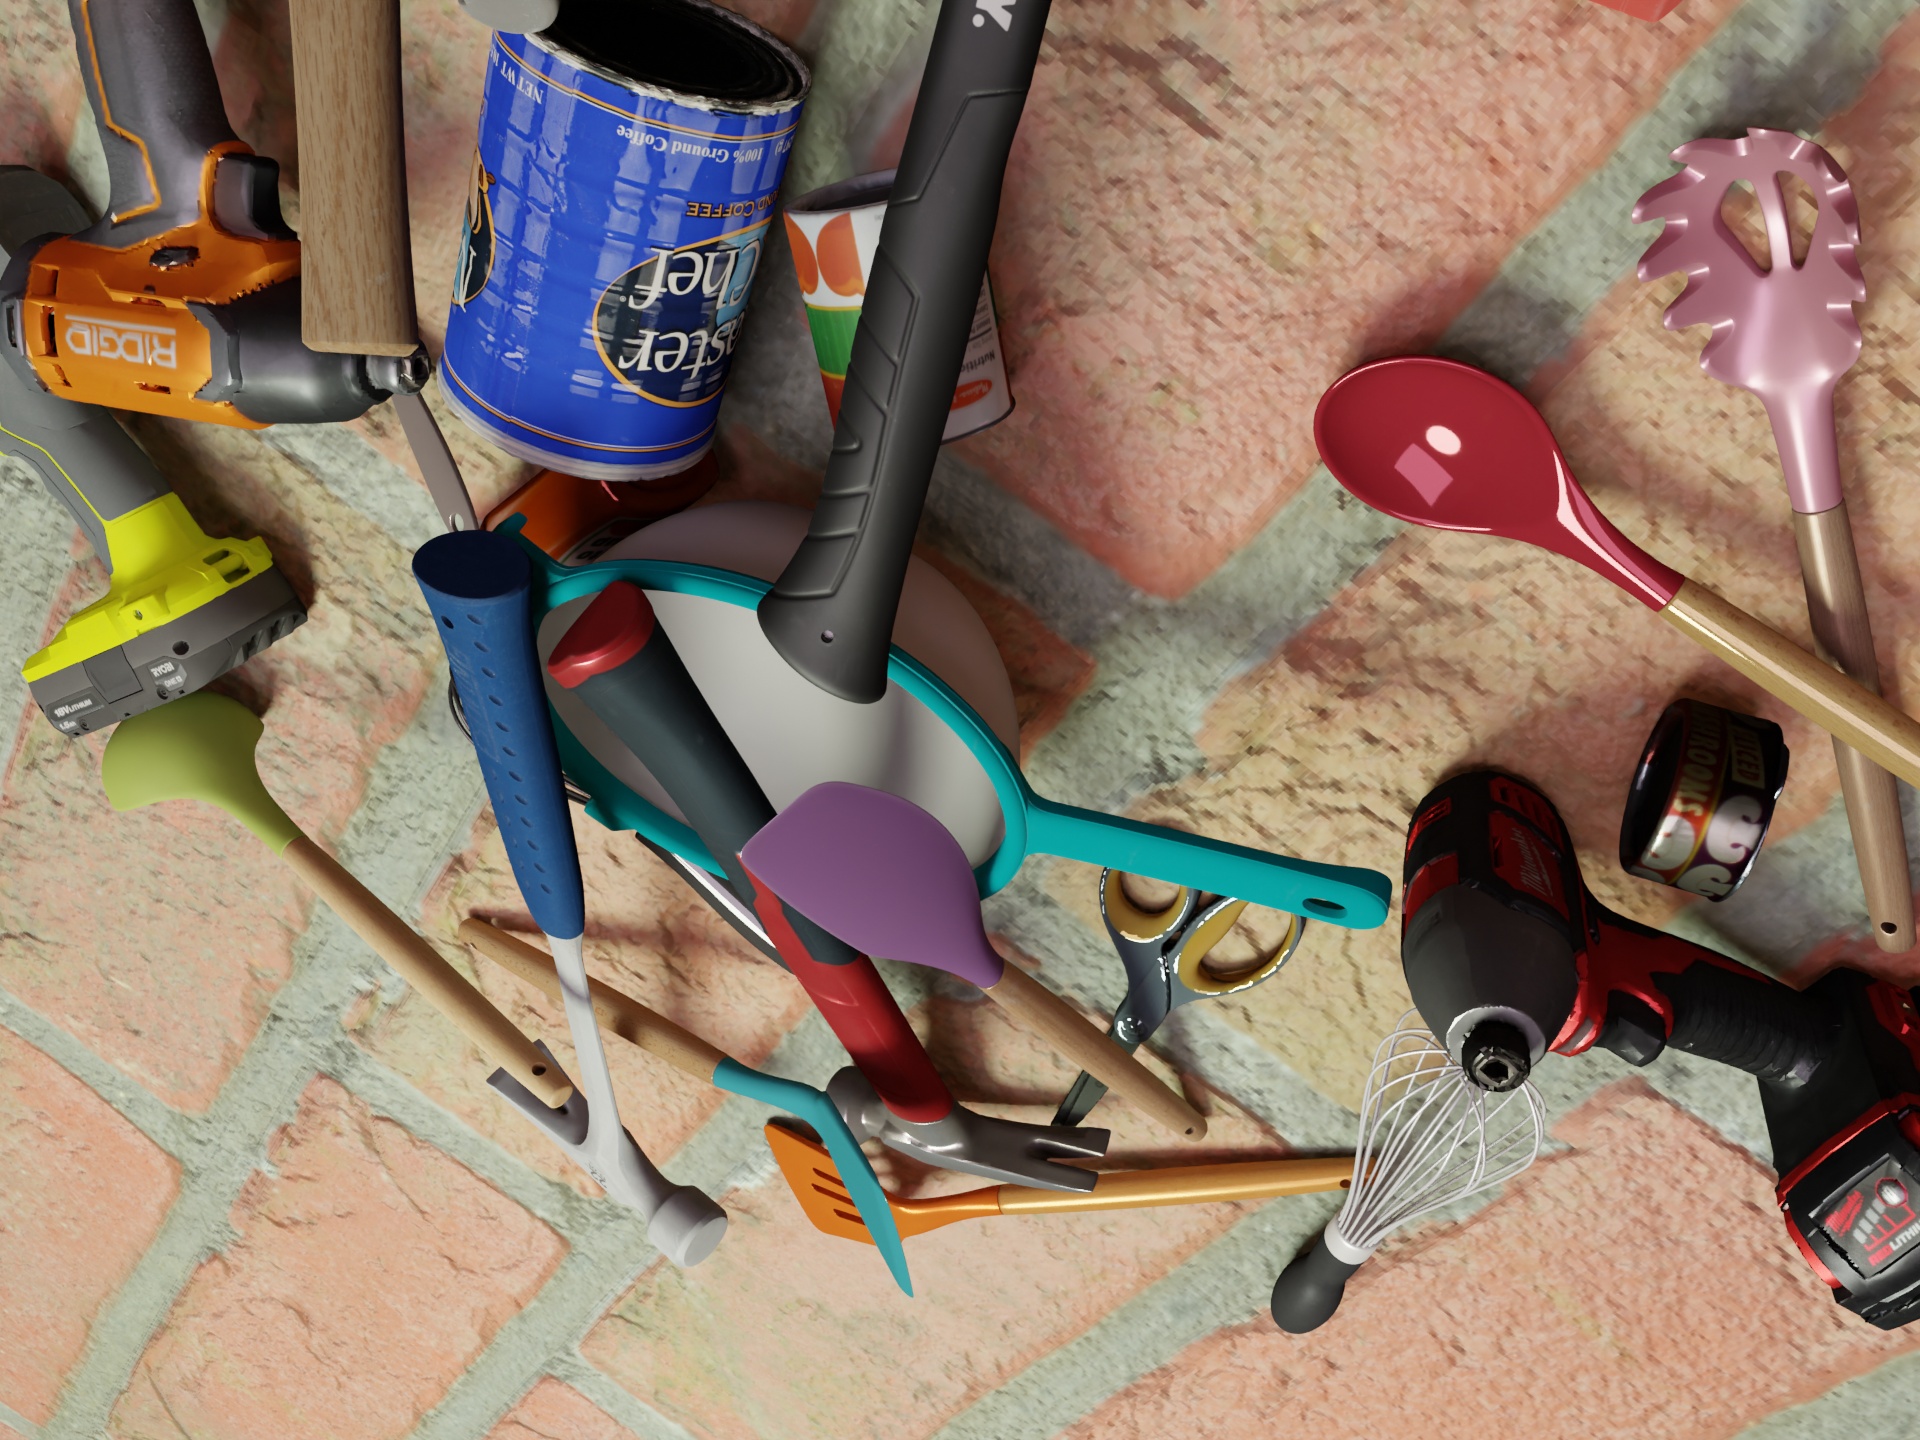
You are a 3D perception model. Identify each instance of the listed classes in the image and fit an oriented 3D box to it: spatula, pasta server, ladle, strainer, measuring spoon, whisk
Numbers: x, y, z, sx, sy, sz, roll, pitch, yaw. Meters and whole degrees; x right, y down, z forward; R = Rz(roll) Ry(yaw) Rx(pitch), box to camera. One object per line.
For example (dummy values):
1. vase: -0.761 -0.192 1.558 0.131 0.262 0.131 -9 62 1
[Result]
1. spatula: 0.046 0.230 0.795 0.322 0.041 0.081 -11 117 22
2. spatula: -0.139 0.162 0.752 0.318 0.044 0.082 20 138 31
3. pasta server: 0.283 -0.044 0.521 0.060 0.040 0.316 1 125 44
4. ladle: -0.288 0.081 0.735 0.320 0.078 0.062 35 144 23
5. strainer: -0.001 -0.002 0.611 0.340 0.095 0.210 14 146 11
6. ladle: 0.256 -0.027 0.523 0.315 0.031 0.069 35 144 6
7. measuring spoon: -0.226 -0.121 0.645 0.034 0.018 0.124 -33 81 39
8. whisk: -0.140 0.046 0.733 0.238 0.055 0.055 43 126 -14
9. whisk: 0.180 0.210 0.686 0.070 0.070 0.284 19 140 8
10. spatula: 0.027 0.111 0.647 0.060 0.018 0.315 -40 132 7

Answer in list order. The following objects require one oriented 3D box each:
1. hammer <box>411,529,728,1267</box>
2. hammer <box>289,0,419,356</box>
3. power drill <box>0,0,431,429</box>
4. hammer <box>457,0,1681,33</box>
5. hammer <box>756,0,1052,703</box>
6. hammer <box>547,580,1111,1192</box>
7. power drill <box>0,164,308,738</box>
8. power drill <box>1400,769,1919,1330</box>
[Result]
1. hammer: -0.172 0.088 0.668 0.144 0.035 0.405 32 142 26
2. hammer: -0.188 -0.278 0.470 0.130 0.031 0.331 3 103 0
3. power drill: -0.261 -0.217 0.560 0.164 0.084 0.226 11 109 14
4. hammer: 0.038 -0.254 0.456 0.359 0.149 0.036 8 168 5
5. hammer: 0.006 -0.157 0.435 0.146 0.035 0.334 15 113 -2
6. hammer: -0.047 0.089 0.643 0.143 0.038 0.385 6 143 25
7. power drill: -0.415 -0.112 0.719 0.171 0.080 0.223 -16 110 28
8. power drill: 0.258 0.114 0.567 0.219 0.143 0.078 29 124 -1
